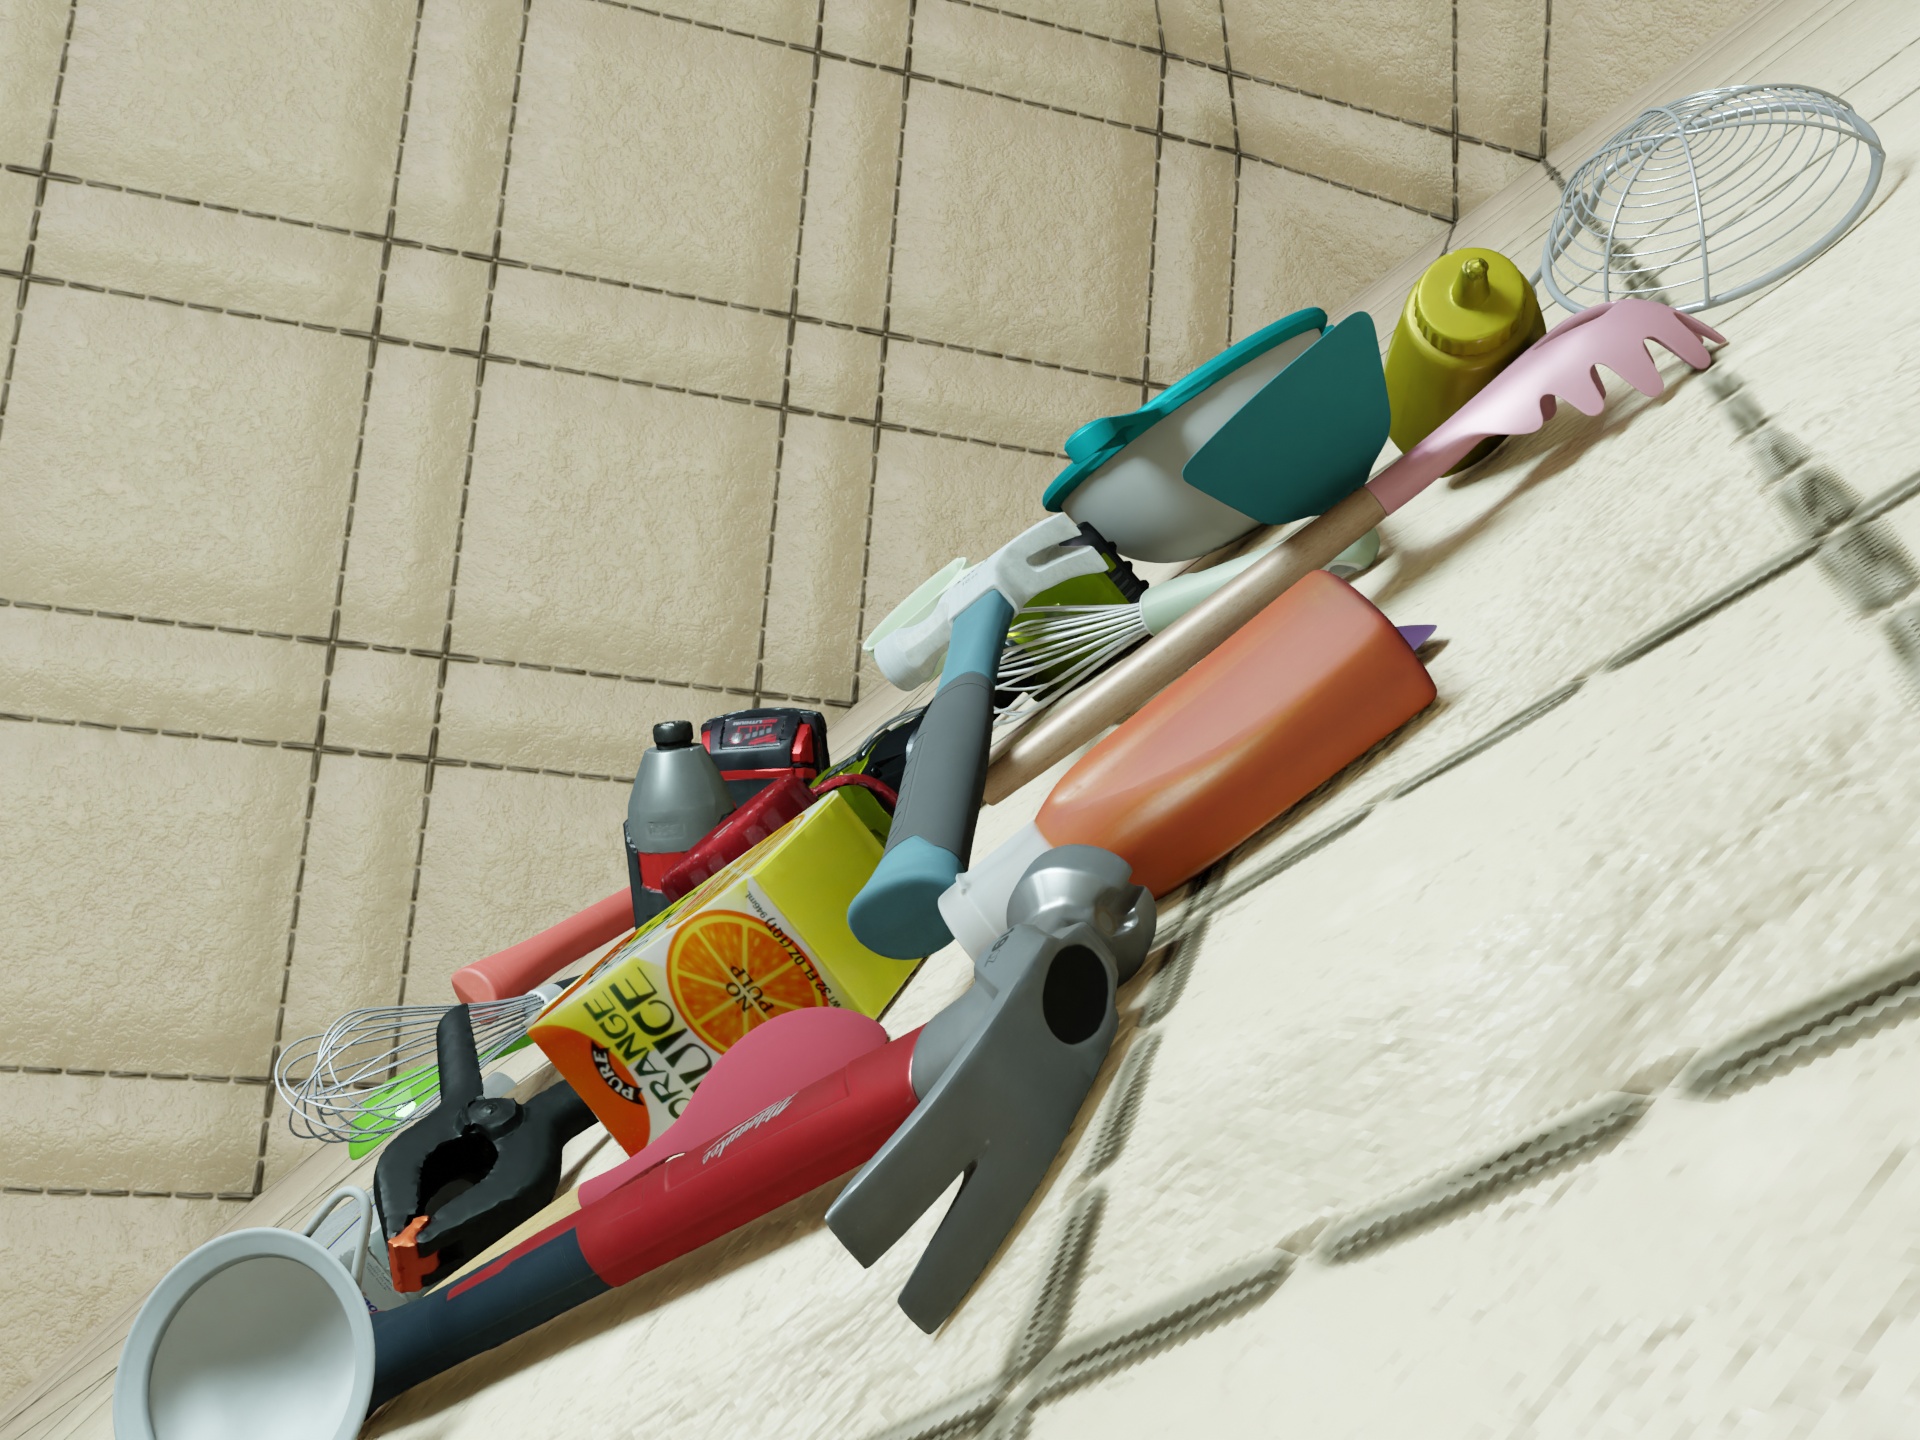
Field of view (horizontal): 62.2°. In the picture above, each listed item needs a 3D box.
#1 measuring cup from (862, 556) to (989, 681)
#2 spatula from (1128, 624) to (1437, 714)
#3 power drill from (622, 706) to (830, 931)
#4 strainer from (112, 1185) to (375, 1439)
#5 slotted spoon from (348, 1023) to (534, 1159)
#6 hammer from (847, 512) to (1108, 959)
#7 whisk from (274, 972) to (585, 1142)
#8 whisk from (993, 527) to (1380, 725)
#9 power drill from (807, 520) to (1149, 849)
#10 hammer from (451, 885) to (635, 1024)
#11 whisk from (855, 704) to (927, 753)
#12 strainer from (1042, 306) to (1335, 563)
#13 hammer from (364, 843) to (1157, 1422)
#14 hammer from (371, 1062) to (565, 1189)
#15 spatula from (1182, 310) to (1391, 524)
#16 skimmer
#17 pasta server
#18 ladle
[{"bbox_3d":[0.010,-0.061,0.843,0.083,0.038,0.167,-49,16,-32],"label":"measuring cup"},{"bbox_3d":[0.096,-0.011,0.629,0.060,0.018,0.316,-39,6,-8],"label":"spatula"},{"bbox_3d":[-0.136,0.058,0.928,0.078,0.143,0.220,-4,8,9],"label":"power drill"},{"bbox_3d":[-0.253,0.254,0.468,0.258,0.087,0.050,-54,-22,-19],"label":"strainer"},{"bbox_3d":[-0.254,0.187,1.015,0.070,0.031,0.314,-29,-2,43],"label":"slotted spoon"},{"bbox_3d":[-0.001,-0.002,0.636,0.128,0.033,0.331,-38,15,19],"label":"hammer"},{"bbox_3d":[-0.253,0.166,0.880,0.070,0.070,0.284,-36,-10,27],"label":"whisk"},{"bbox_3d":[0.085,-0.048,0.741,0.057,0.059,0.246,13,-23,-43],"label":"whisk"},{"bbox_3d":[0.015,-0.013,0.923,0.223,0.080,0.171,-46,8,-32],"label":"power drill"},{"bbox_3d":[-0.214,0.117,1.099,0.149,0.037,0.359,-54,-11,24],"label":"hammer"},{"bbox_3d":[0.015,-0.014,1.092,0.239,0.055,0.055,-37,3,-32],"label":"whisk"},{"bbox_3d":[0.141,-0.147,0.948,0.211,0.095,0.340,-34,-1,24],"label":"strainer"},{"bbox_3d":[-0.110,0.162,0.461,0.386,0.038,0.143,-35,8,34],"label":"hammer"},{"bbox_3d":[-0.253,0.224,0.941,0.331,0.031,0.130,-33,7,44],"label":"hammer"},{"bbox_3d":[0.155,-0.109,0.689,0.082,0.044,0.317,-42,-6,13],"label":"spatula"},{"bbox_3d":[0.305,-0.200,0.768,0.127,0.090,0.363,-42,-5,1],"label":"skimmer"},{"bbox_3d":[0.138,-0.059,0.598,0.316,0.040,0.060,-37,5,7],"label":"pasta server"},{"bbox_3d":[-0.150,0.188,0.583,0.315,0.031,0.069,-38,4,22],"label":"ladle"}]
